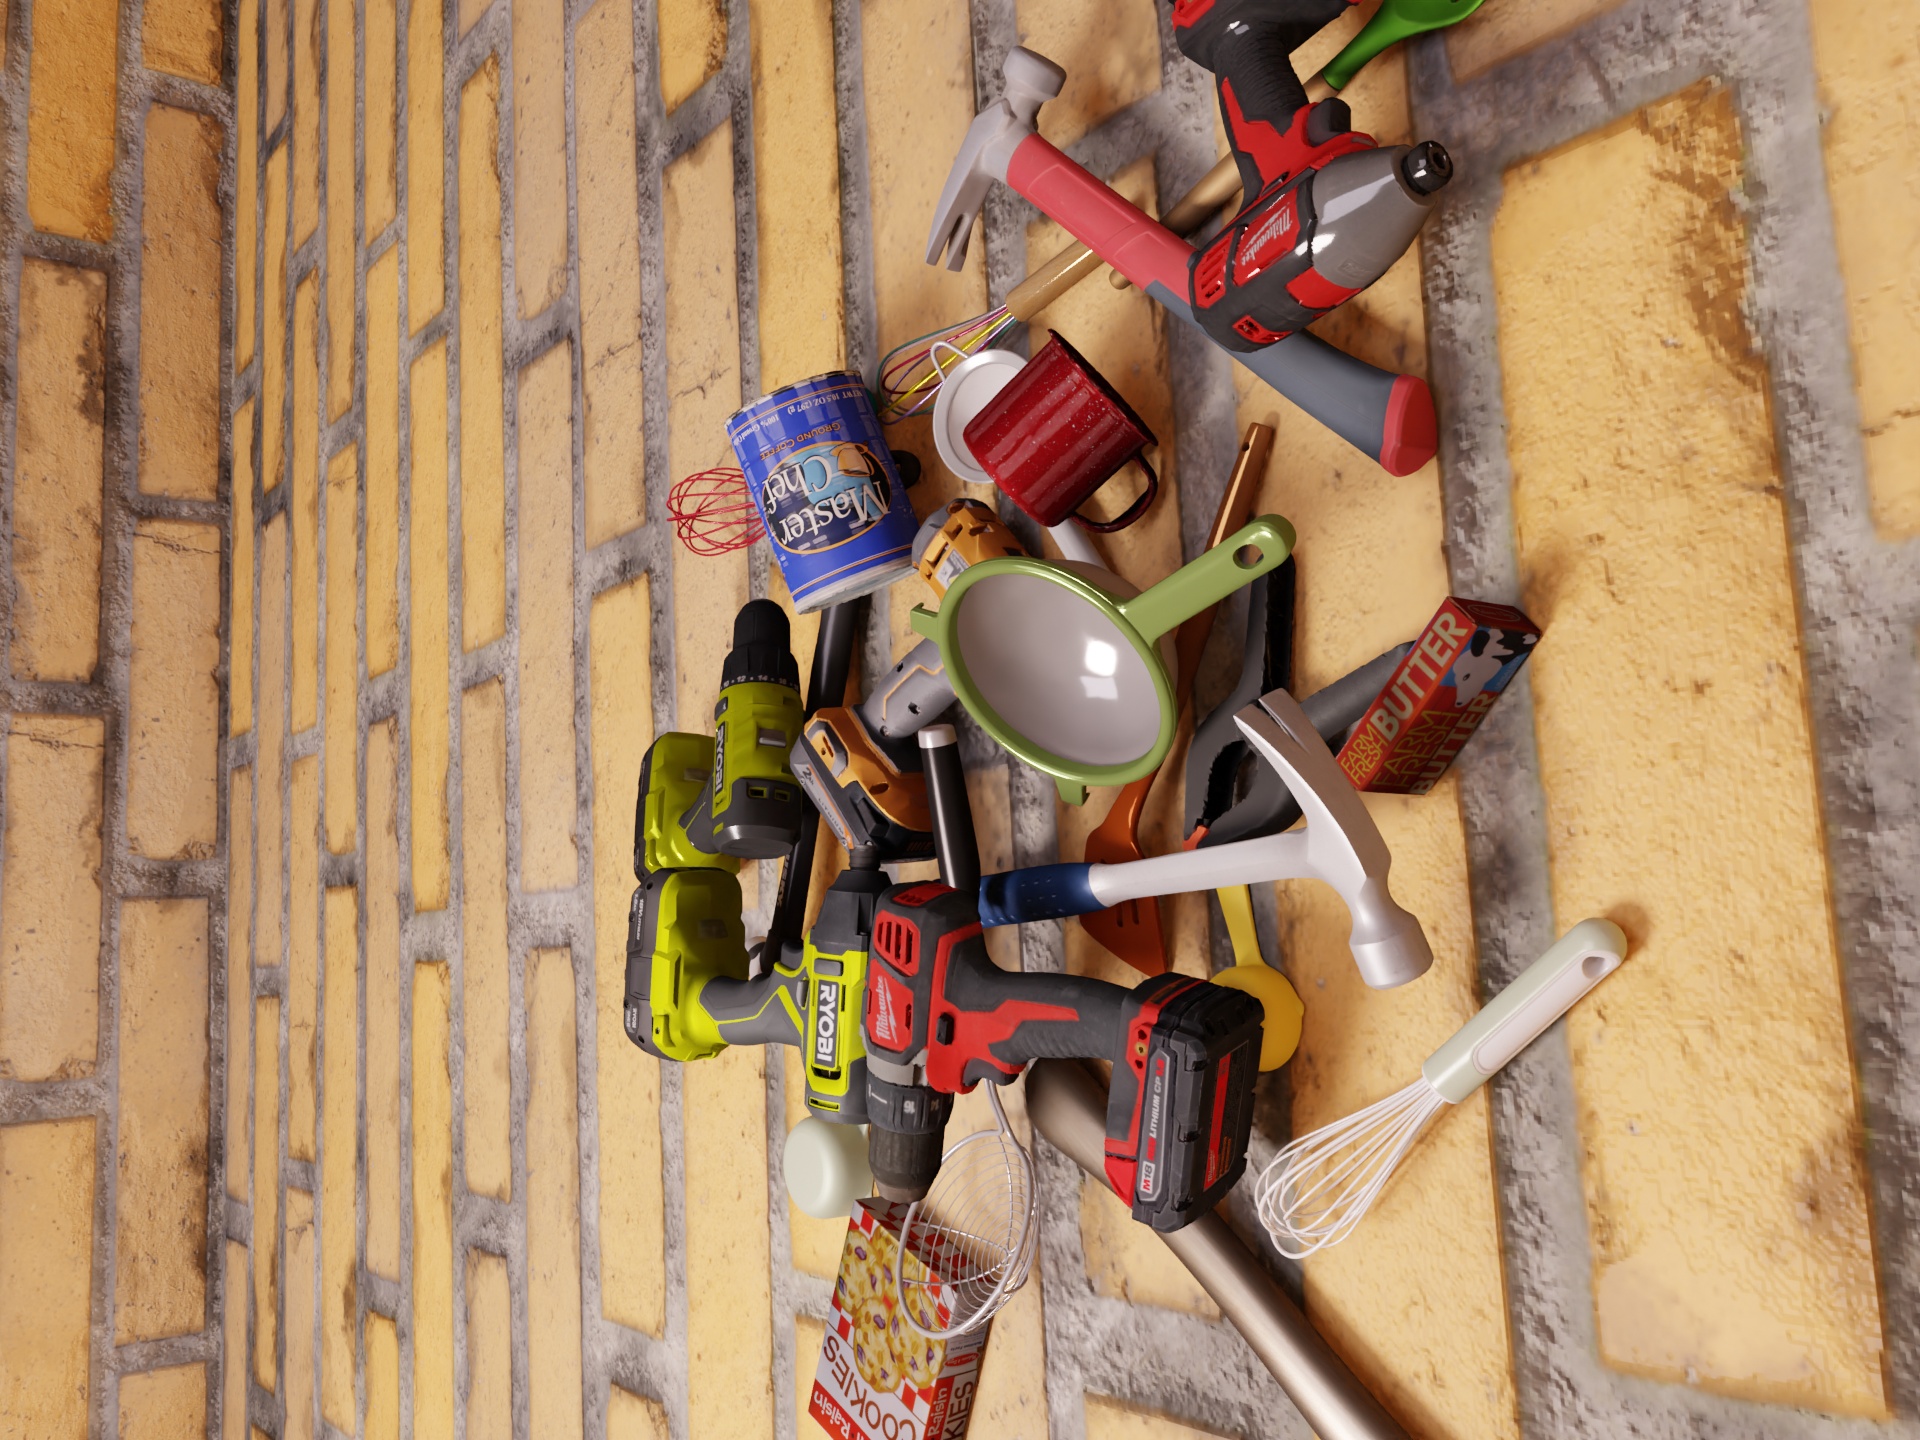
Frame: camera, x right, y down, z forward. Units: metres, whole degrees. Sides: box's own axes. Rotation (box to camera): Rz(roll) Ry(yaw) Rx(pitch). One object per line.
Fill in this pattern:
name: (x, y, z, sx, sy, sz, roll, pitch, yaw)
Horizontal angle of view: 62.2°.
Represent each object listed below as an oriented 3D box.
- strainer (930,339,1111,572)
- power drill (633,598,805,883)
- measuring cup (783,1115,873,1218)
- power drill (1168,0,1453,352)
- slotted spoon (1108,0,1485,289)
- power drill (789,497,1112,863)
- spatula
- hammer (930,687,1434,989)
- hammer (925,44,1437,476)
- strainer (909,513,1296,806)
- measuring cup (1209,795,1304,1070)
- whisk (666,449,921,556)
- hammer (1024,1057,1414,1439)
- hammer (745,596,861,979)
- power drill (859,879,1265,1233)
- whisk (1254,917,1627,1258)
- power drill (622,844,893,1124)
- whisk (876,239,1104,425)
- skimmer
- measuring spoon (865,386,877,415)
strainer: (0.052, -0.142, 1.000, 0.087, 0.050, 0.259, -43, 60, 26)
power drill: (-0.179, 0.031, 1.211, 0.228, 0.080, 0.191, 140, 133, -56)
measuring cup: (-0.085, 0.286, 1.142, 0.083, 0.038, 0.167, 45, 123, 44)
power drill: (0.170, -0.304, 0.776, 0.143, 0.078, 0.220, -25, 61, 54)
slotted spoon: (0.182, -0.331, 0.861, 0.313, 0.031, 0.070, -36, 60, 47)
power drill: (-0.002, -0.003, 1.030, 0.186, 0.084, 0.226, 52, 122, 31)
spatula: (0.127, -0.011, 0.912, 0.081, 0.041, 0.322, 29, 106, 50)
hammer: (0.084, 0.085, 0.892, 0.405, 0.035, 0.144, -20, 95, 59)
hammer: (0.114, -0.239, 0.900, 0.387, 0.038, 0.143, 49, 124, 35)
strainer: (0.093, -0.058, 0.843, 0.151, 0.069, 0.256, 48, 141, -7)
measuring cup: (0.145, 0.114, 0.871, 0.062, 0.029, 0.157, -29, 65, 47)
whisk: (-0.136, -0.174, 1.230, 0.296, 0.073, 0.073, -3, 85, 45)
hammer: (0.163, 0.305, 0.831, 0.411, 0.038, 0.146, 44, 119, 44)
hammer: (-0.109, 0.045, 1.176, 0.146, 0.035, 0.335, -162, 81, -69)
power drill: (0.039, 0.200, 0.866, 0.227, 0.080, 0.188, 13, 104, 33)
whisk: (0.224, 0.177, 0.757, 0.246, 0.057, 0.059, -54, 19, 29)
power drill: (-0.125, 0.164, 1.063, 0.223, 0.080, 0.171, 0, 87, 42)
whisk: (0.023, -0.264, 1.048, 0.245, 0.047, 0.051, -28, 78, 43)
skimmer: (-0.014, 0.187, 0.963, 0.127, 0.090, 0.363, 8, 109, 62)
measuring spoon: (-0.094, -0.217, 1.215, 0.128, 0.021, 0.042, -29, 65, 57)
